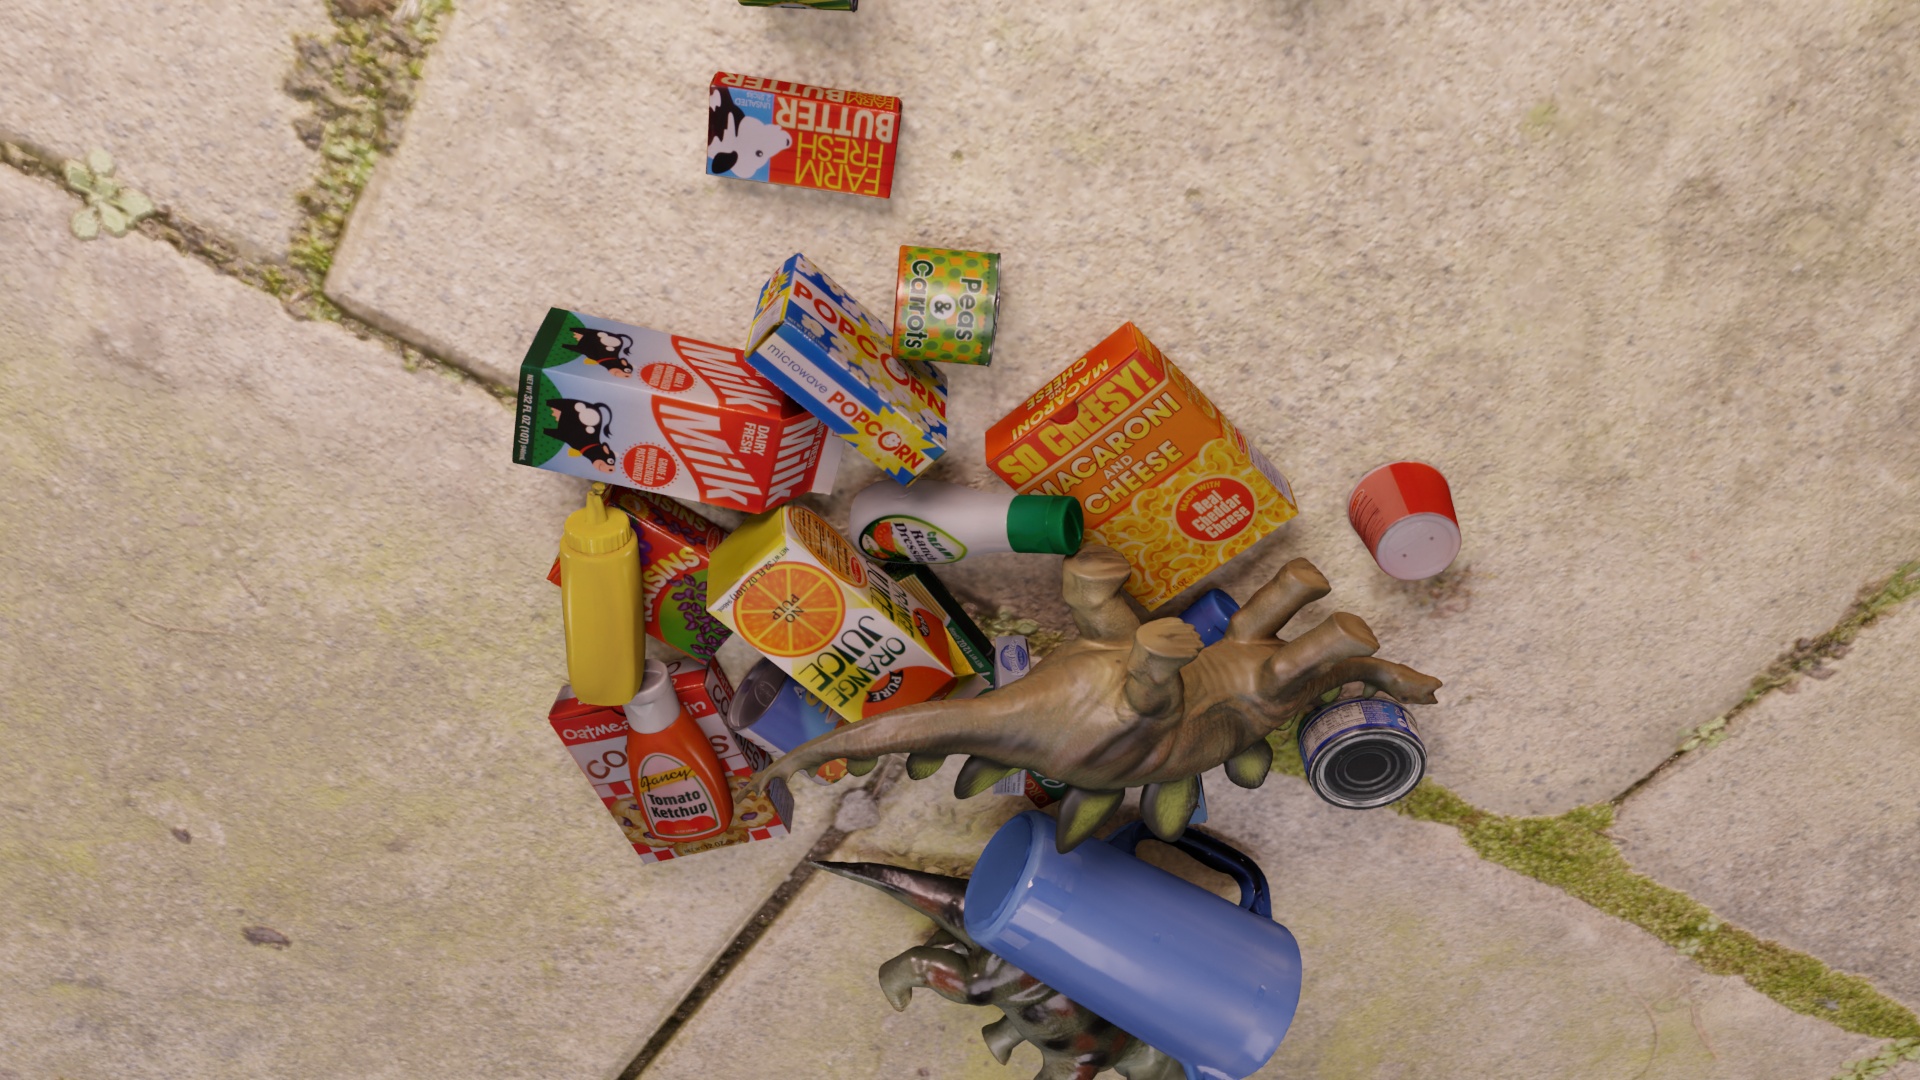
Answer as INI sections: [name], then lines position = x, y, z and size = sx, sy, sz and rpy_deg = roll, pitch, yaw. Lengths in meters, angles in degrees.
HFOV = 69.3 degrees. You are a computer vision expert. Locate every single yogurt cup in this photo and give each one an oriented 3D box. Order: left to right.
[yogurt cup]
position = 0.291, -0.011, 0.903
size = 0.072, 0.054, 0.072
rpy_deg = 0, 126, 0

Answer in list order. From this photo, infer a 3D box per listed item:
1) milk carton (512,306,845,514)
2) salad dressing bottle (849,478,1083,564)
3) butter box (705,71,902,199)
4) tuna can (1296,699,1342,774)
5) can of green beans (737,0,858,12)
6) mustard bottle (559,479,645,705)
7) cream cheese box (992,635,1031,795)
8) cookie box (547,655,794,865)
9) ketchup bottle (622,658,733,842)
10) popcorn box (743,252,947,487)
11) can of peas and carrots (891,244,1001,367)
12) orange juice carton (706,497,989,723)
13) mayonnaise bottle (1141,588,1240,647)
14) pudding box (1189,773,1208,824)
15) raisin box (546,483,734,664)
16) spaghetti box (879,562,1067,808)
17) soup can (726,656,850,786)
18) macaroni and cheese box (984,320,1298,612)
[milk carton]
position = -0.164, -0.074, 0.842
size = 0.191, 0.074, 0.072
rpy_deg = 12, 126, -10
[salad dressing bottle]
position = 0.003, -0.011, 0.878
size = 0.147, 0.044, 0.064
rpy_deg = 1, 142, 26
[butter box]
position = -0.086, -0.221, 0.762
size = 0.103, 0.024, 0.052
rpy_deg = 7, 127, -5
[tuna can]
position = 0.286, 0.155, 1.041
size = 0.071, 0.033, 0.070
rpy_deg = 0, 127, 0
[can of green beans]
position = -0.080, -0.295, 0.680
size = 0.058, 0.071, 0.071
rpy_deg = 2, 127, -1
[mustard bottle]
position = -0.227, 0.028, 0.878
size = 0.049, 0.065, 0.159
rpy_deg = 1, 122, -6
[cream cheese box]
position = 0.035, 0.123, 0.966
size = 0.024, 0.053, 0.103
rpy_deg = 0, 124, -3
[cookie box]
position = -0.213, 0.167, 1.044
size = 0.123, 0.040, 0.166
rpy_deg = -14, 126, 10
[ketchup bottle]
position = -0.205, 0.148, 0.977
size = 0.065, 0.044, 0.148
rpy_deg = -7, 127, 3
[popcorn box]
position = -0.064, -0.100, 0.815
size = 0.126, 0.085, 0.038
rpy_deg = 38, 117, -25
[can of peas and carrots]
position = -0.009, -0.135, 0.799
size = 0.059, 0.071, 0.070
rpy_deg = 5, 127, -3
[orange juice carton]
position = -0.070, 0.061, 0.902
size = 0.071, 0.073, 0.192
rpy_deg = -42, 115, 14
[mayonnaise bottle]
position = 0.137, 0.091, 0.988
size = 0.064, 0.041, 0.147
rpy_deg = 34, 119, -24
[pudding box]
position = 0.163, 0.169, 1.041
size = 0.030, 0.050, 0.083
rpy_deg = -11, 126, 10
[raisin box]
position = -0.200, 0.020, 0.935
size = 0.123, 0.040, 0.085
rpy_deg = 32, 121, -21
[spaghetti box]
position = 0.015, 0.107, 1.007
size = 0.050, 0.029, 0.249
rpy_deg = -28, 122, 18
[soup can]
position = -0.113, 0.126, 1.000
size = 0.071, 0.072, 0.083
rpy_deg = -38, 119, 25
[macaroni and cheese box]
position = 0.116, -0.043, 0.887
size = 0.123, 0.040, 0.166
rpy_deg = -37, 119, 24
